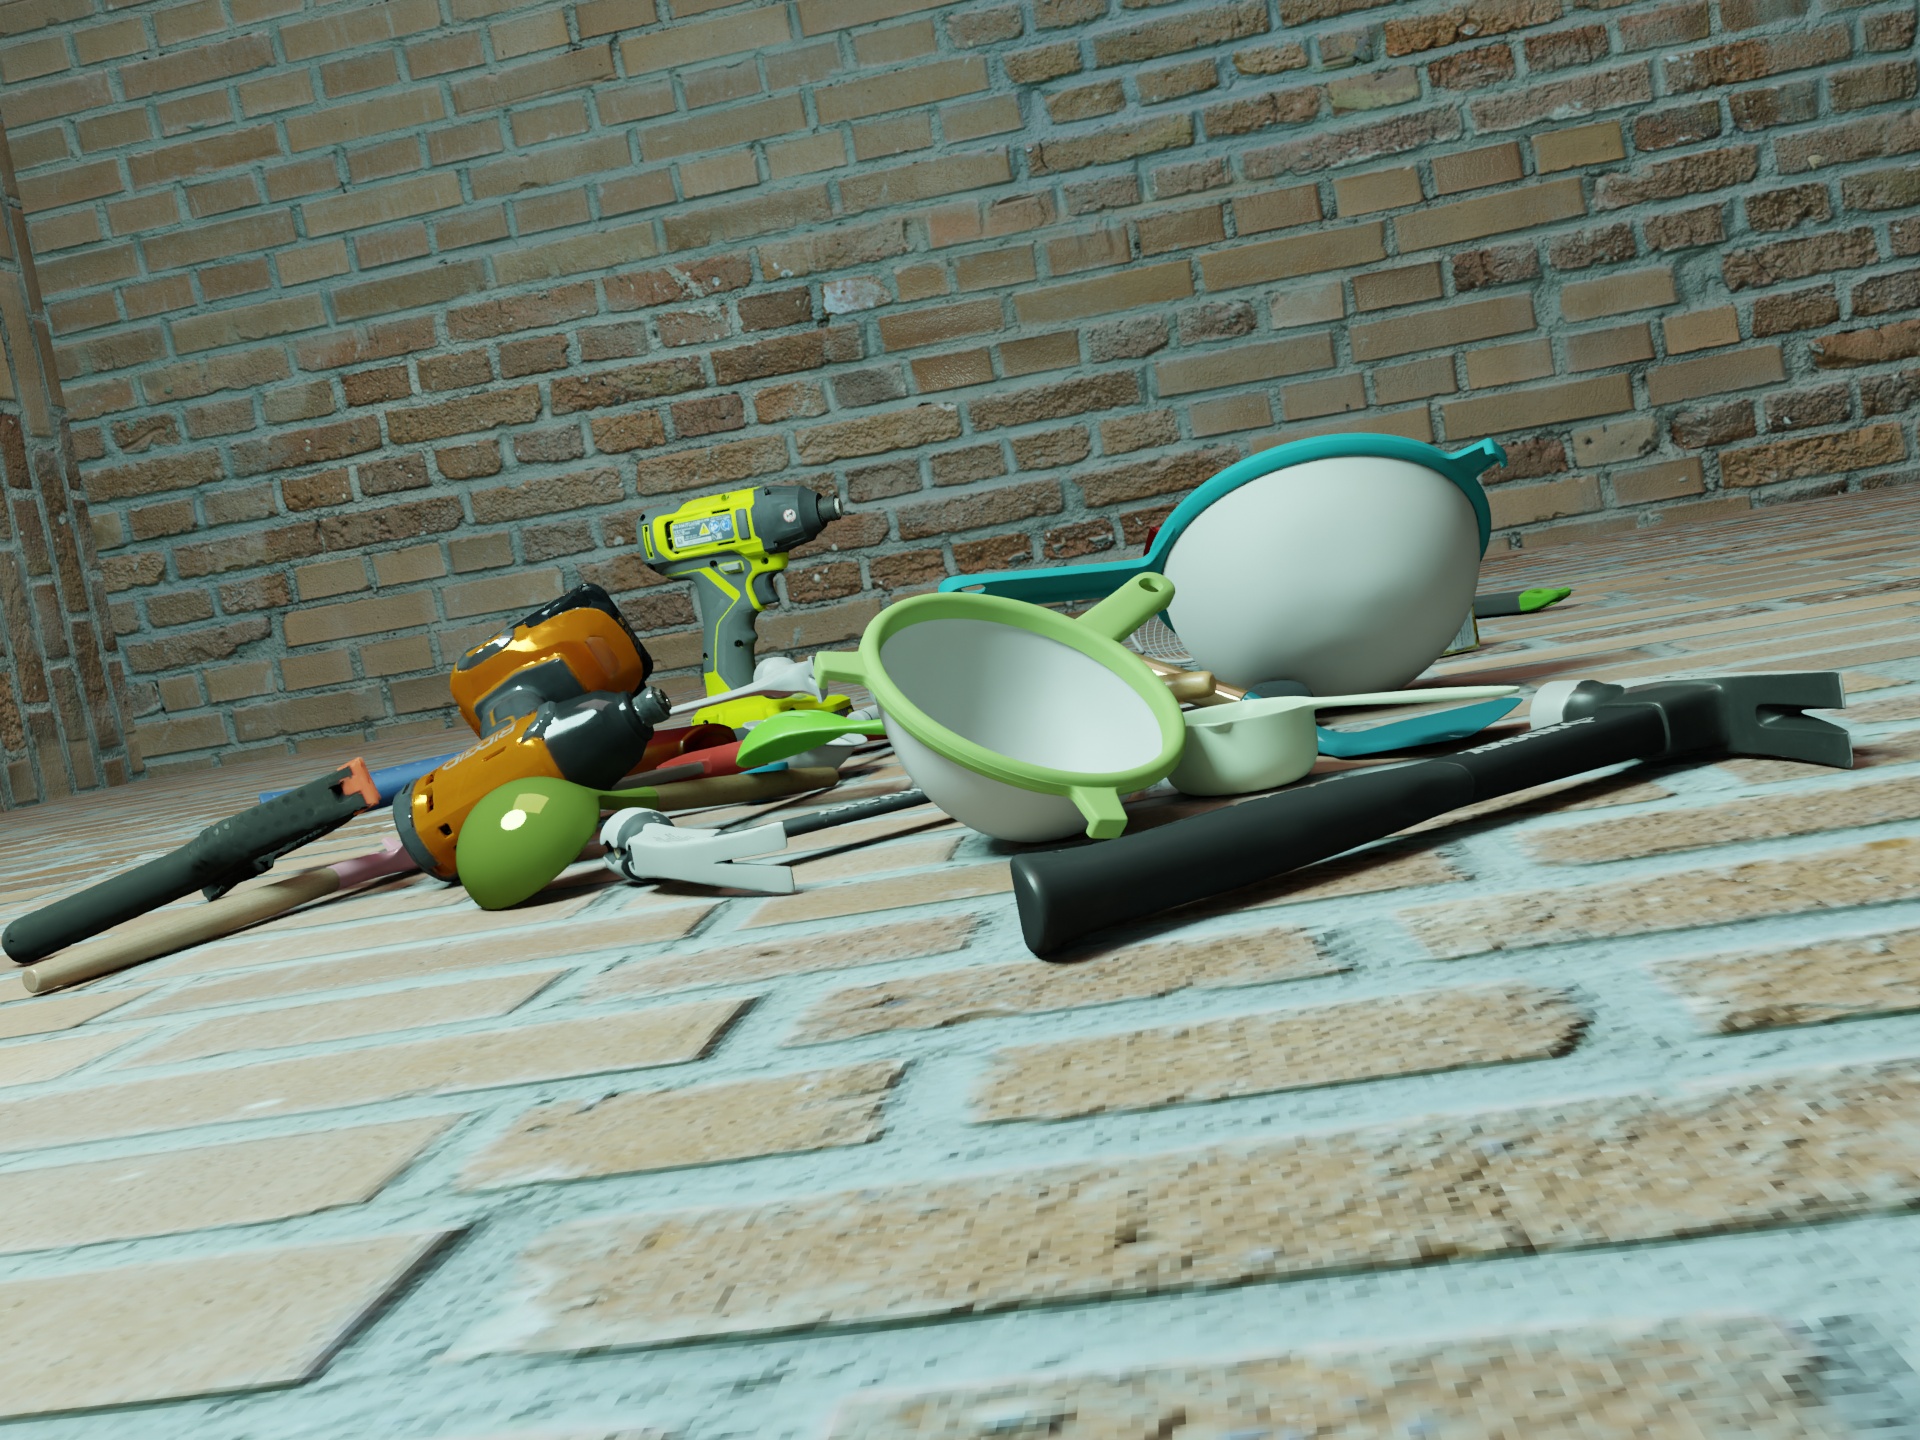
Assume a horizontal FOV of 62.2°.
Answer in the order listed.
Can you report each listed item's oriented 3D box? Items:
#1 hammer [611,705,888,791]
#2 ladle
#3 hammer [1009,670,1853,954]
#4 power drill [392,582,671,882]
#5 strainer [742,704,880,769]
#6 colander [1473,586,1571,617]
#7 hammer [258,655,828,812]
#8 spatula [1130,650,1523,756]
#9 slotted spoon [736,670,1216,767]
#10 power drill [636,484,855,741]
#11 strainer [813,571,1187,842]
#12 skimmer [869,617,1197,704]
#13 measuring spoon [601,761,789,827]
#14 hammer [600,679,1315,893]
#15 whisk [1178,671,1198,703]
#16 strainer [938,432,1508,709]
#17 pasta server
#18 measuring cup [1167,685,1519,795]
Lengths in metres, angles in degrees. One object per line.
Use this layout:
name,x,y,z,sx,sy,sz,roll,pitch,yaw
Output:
hammer,-0.179,0.030,1.180,0.359,0.036,0.149,-14,5,-41
ladle,-0.158,0.055,0.908,0.078,0.062,0.320,-17,-6,28
hammer,0.164,0.027,0.566,0.334,0.035,0.146,-13,5,-27
power drill,-0.246,-0.004,0.969,0.164,0.084,0.227,-29,24,5
strainer,-0.077,0.006,1.156,0.087,0.050,0.258,12,15,26
colander,0.421,-0.141,1.594,0.204,0.094,0.397,-14,6,-37
hammer,-0.284,0.014,1.138,0.405,0.035,0.144,-16,7,-24
spatula,0.133,-0.026,0.857,0.318,0.044,0.082,19,26,33
slotted spoon,-0.001,-0.003,0.901,0.314,0.031,0.070,-7,-2,32
power drill,-0.166,-0.080,1.323,0.171,0.223,0.080,-9,5,14
strainer,0.044,-0.010,0.761,0.151,0.069,0.256,28,30,15
skimmer,0.090,-0.075,1.244,0.363,0.090,0.127,-10,28,-33
measuring spoon,-0.170,0.056,1.032,0.128,0.021,0.042,-19,-4,3
hammer,0.029,0.027,0.830,0.409,0.036,0.149,-13,7,-31
whisk,0.115,-0.018,1.147,0.245,0.047,0.051,-5,17,8
strainer,0.159,-0.062,0.959,0.340,0.095,0.210,-5,-34,-1
pasta server,-0.381,0.090,0.899,0.060,0.040,0.316,-28,-2,27
measuring cup,0.175,0.009,0.743,0.167,0.038,0.083,-6,6,20
